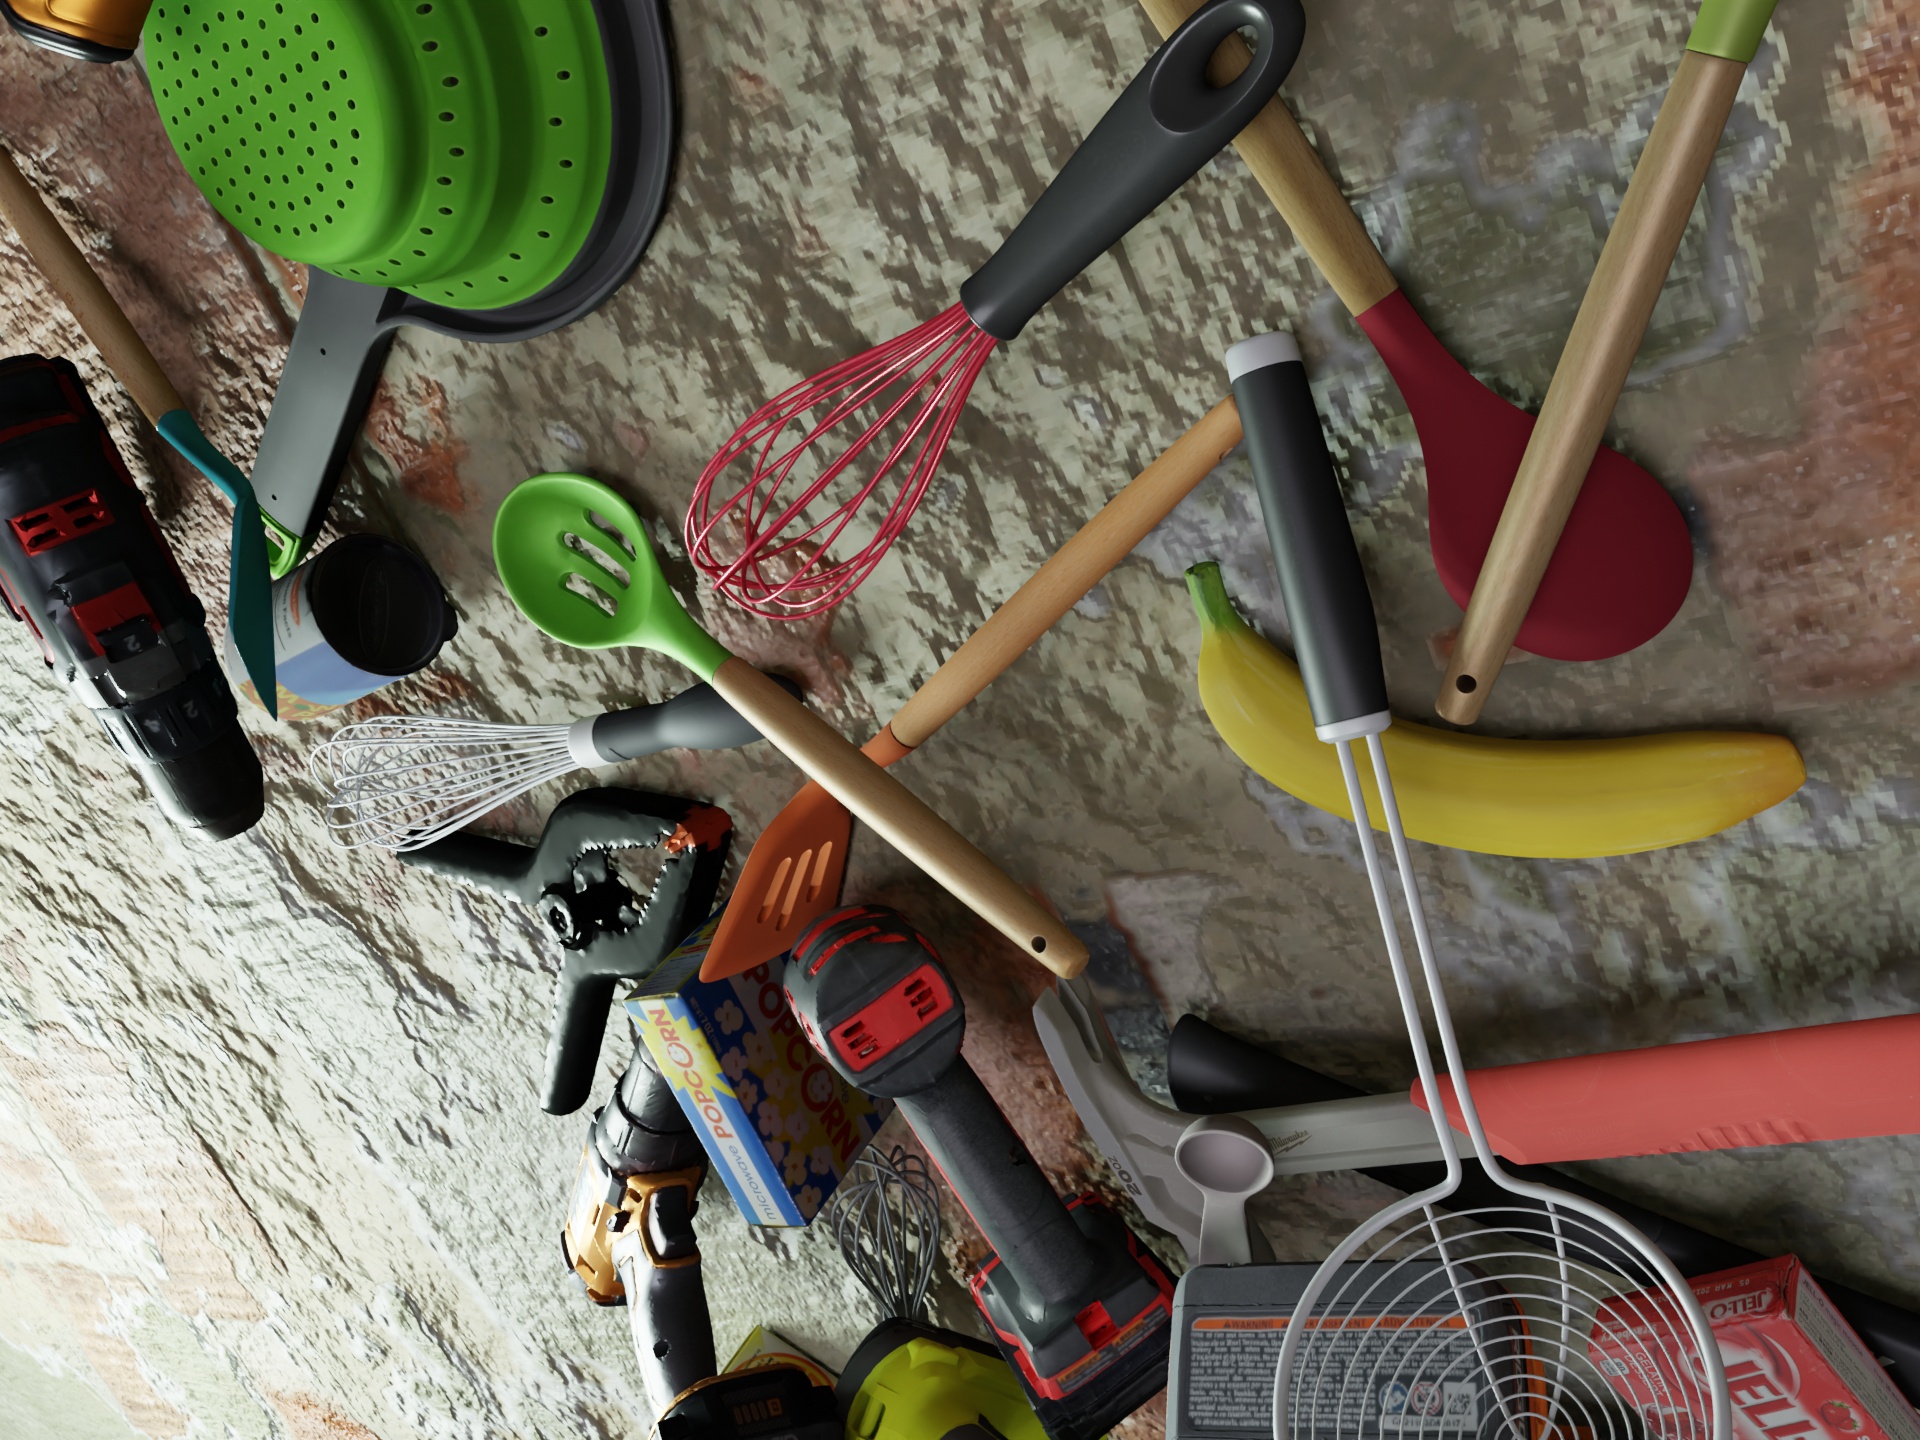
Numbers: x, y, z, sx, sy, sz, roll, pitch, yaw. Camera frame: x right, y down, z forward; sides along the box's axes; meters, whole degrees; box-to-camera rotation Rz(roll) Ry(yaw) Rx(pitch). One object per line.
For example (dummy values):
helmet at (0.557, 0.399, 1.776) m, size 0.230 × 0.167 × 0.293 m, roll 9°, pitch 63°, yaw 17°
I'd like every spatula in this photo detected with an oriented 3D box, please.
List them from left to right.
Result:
spatula at (-0.362, -0.143, 0.682) m, size 0.318 × 0.044 × 0.082 m, roll 51°, pitch 157°, yaw 13°
spatula at (-0.001, -0.002, 0.593) m, size 0.322 × 0.081 × 0.041 m, roll -43°, pitch 75°, yaw 36°

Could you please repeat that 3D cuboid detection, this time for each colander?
colander at (-0.248, -0.176, 0.603) m, size 0.204 × 0.094 × 0.397 m, roll 42°, pitch 130°, yaw 2°

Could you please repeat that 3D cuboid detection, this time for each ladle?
ladle at (0.107, -0.143, 0.457) m, size 0.069 × 0.031 × 0.315 m, roll -32°, pitch 97°, yaw 37°
ladle at (0.171, -0.132, 0.385) m, size 0.078 × 0.062 × 0.320 m, roll 24°, pitch 122°, yaw 20°

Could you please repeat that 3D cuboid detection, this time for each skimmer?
skimmer at (0.117, 0.063, 0.450) m, size 0.127 × 0.090 × 0.363 m, roll -15°, pitch 86°, yaw 34°

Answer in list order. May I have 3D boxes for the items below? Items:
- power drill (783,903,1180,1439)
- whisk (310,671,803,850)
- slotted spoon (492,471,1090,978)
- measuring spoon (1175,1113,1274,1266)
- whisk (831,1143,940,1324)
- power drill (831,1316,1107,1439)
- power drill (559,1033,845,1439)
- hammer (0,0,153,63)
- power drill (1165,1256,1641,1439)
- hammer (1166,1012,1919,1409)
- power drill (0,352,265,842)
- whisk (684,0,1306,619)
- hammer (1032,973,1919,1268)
power drill at (0.003, 0.172, 0.651) m, size 0.219 × 0.078 × 0.143 m, roll 57°, pitch 170°, yaw -8°
whisk at (-0.186, 0.015, 0.711) m, size 0.284 × 0.070 × 0.070 m, roll -11°, pitch 112°, yaw 30°
slotted spoon at (-0.072, -0.002, 0.599) m, size 0.314 × 0.031 × 0.070 m, roll 37°, pitch 113°, yaw 27°
measuring spoon at (0.098, 0.184, 0.583) m, size 0.034 × 0.018 × 0.124 m, roll 4°, pitch 129°, yaw 15°
whisk at (-0.031, 0.296, 0.793) m, size 0.055 × 0.055 × 0.238 m, roll 13°, pitch 128°, yaw 24°
power drill at (0.047, 0.336, 0.665) m, size 0.171 × 0.080 × 0.223 m, roll 27°, pitch 168°, yaw -22°
power drill at (-0.128, 0.268, 0.752) m, size 0.226 × 0.084 × 0.185 m, roll 58°, pitch 137°, yaw 44°
hammer at (-0.152, -0.302, 0.436) m, size 0.337 × 0.034 × 0.127 m, roll -30°, pitch 100°, yaw 18°
power drill at (0.156, 0.273, 0.591) m, size 0.164 × 0.084 × 0.226 m, roll -12°, pitch 140°, yaw 28°
hammer at (0.232, 0.180, 0.572) m, size 0.335 × 0.035 × 0.146 m, roll 20°, pitch 127°, yaw 20°
power drill at (-0.379, -0.059, 0.699) m, size 0.227 × 0.080 × 0.187 m, roll 31°, pitch 143°, yaw 48°
whisk at (-0.003, -0.119, 0.507) m, size 0.073 × 0.073 × 0.295 m, roll 49°, pitch 131°, yaw -4°
hammer at (0.193, 0.117, 0.508) m, size 0.359 × 0.037 × 0.149 m, roll -19°, pitch 107°, yaw 39°
